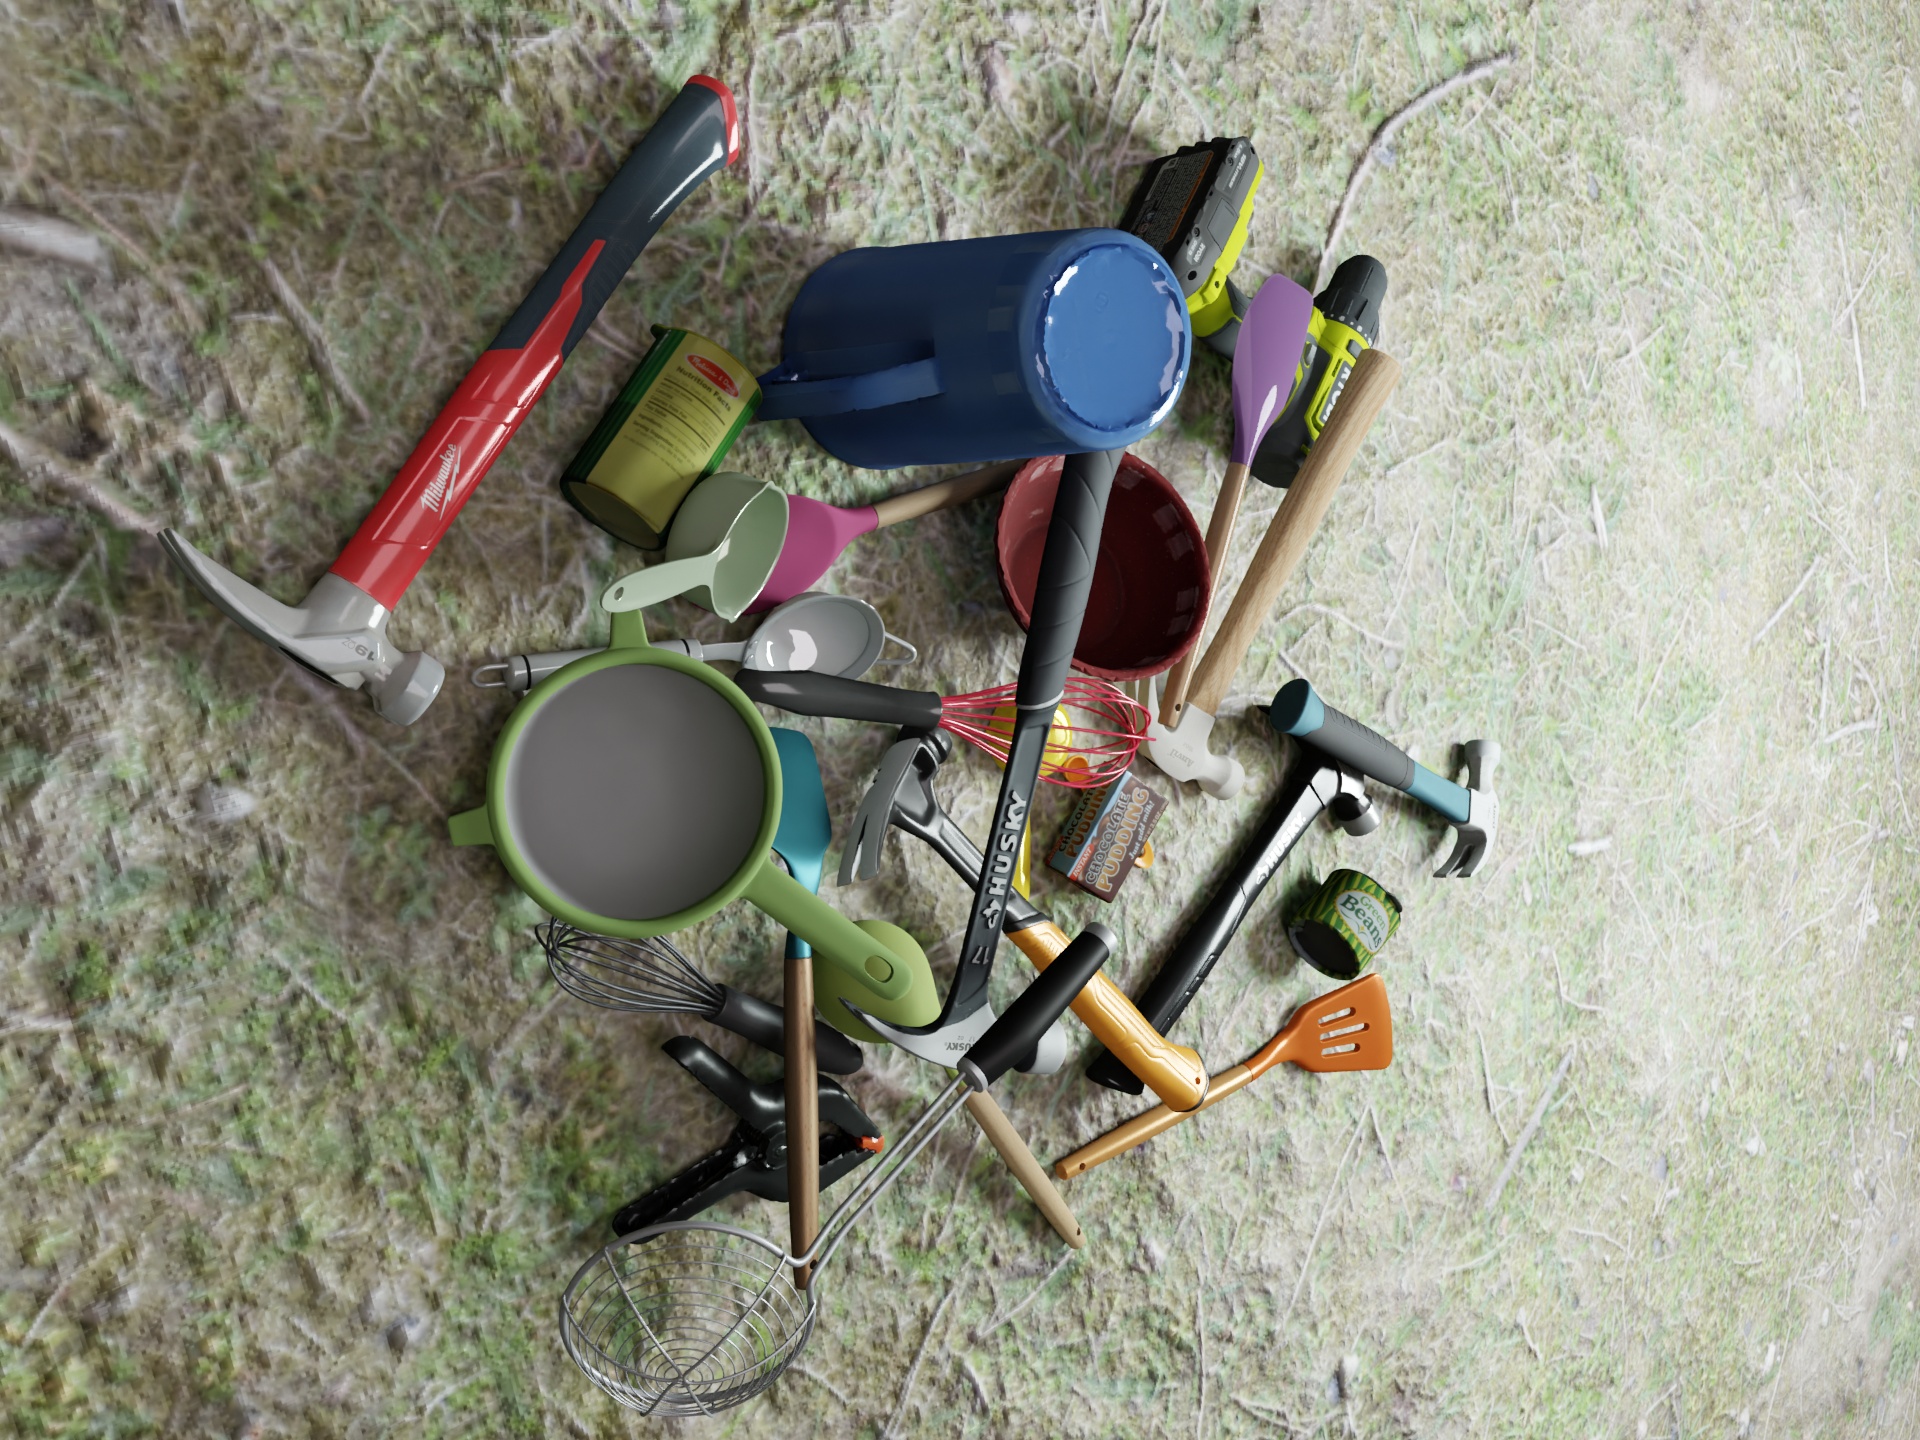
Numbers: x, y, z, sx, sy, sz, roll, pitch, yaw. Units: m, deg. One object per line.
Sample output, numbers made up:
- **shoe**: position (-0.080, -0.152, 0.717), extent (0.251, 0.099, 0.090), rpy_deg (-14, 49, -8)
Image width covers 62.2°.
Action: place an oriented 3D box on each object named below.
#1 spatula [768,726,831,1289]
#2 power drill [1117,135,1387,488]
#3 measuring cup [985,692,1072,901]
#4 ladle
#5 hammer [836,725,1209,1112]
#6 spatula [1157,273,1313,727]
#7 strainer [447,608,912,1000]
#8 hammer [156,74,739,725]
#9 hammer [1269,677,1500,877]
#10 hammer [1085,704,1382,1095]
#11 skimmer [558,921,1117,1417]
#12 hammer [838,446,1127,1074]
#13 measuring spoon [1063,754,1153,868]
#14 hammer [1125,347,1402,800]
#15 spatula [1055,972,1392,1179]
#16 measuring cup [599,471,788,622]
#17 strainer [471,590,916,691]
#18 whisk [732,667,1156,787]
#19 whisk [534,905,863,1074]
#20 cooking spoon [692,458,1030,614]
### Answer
- **spatula**: position (-0.099, 0.160, 0.906), extent (0.082, 0.044, 0.317), rpy_deg (2, 85, -51)
- **power drill**: position (0.218, -0.304, 1.136), extent (0.228, 0.080, 0.191), rpy_deg (37, 72, -36)
- **measuring cup**: position (0.047, 0.059, 1.050), extent (0.062, 0.029, 0.156), rpy_deg (2, 91, -38)
- **ladle**: position (0.002, 0.247, 1.024), extent (0.319, 0.062, 0.078), rpy_deg (59, 36, -32)
- **hammer**: position (0.054, 0.152, 1.020), extent (0.336, 0.034, 0.127), rpy_deg (47, 44, -25)
- **spatula**: position (0.180, -0.148, 1.074), extent (0.059, 0.018, 0.316), rpy_deg (17, 87, -34)
- **strainer**: position (-0.134, 0.069, 0.859), extent (0.256, 0.069, 0.151), rpy_deg (38, 80, -13)
- **hammer**: position (-0.236, -0.196, 0.815), extent (0.143, 0.038, 0.386), rpy_deg (40, 69, -30)
- **hammer**: position (0.337, 0.036, 1.235), extent (0.330, 0.033, 0.128), rpy_deg (24, 68, -44)
- **hammer**: position (0.194, 0.135, 1.165), extent (0.335, 0.035, 0.146), rpy_deg (-50, 120, -24)
- **skimmer**: position (-0.053, 0.228, 0.870), extent (0.363, 0.090, 0.127), rpy_deg (-42, 122, -29)
- **hammer**: position (0.036, 0.005, 0.920), extent (0.149, 0.036, 0.409), rpy_deg (11, 94, -33)
- **measuring spoon**: position (0.103, 0.064, 1.109), extent (0.021, 0.011, 0.116), rpy_deg (-48, 122, -14)
- **hammer**: position (0.219, -0.111, 1.124), extent (0.130, 0.031, 0.331), rpy_deg (27, 91, -35)
- **spatula**: position (0.200, 0.271, 1.173), extent (0.322, 0.041, 0.081), rpy_deg (-17, 103, -35)
- **measuring cup**: position (-0.145, -0.084, 0.813), extent (0.167, 0.038, 0.083), rpy_deg (-33, 146, -61)
- **strainer**: position (-0.145, -0.040, 0.892), extent (0.258, 0.050, 0.086), rpy_deg (-8, 141, -32)
- **whisk**: position (-0.002, -0.003, 0.955), extent (0.295, 0.073, 0.073), rpy_deg (8, 88, -33)
- **whisk**: position (-0.141, 0.160, 0.905), extent (0.238, 0.055, 0.055), rpy_deg (33, 72, -39)
- **cooking spoon**: position (-0.036, -0.132, 0.984), extent (0.319, 0.017, 0.068), rpy_deg (-23, 120, -35)
